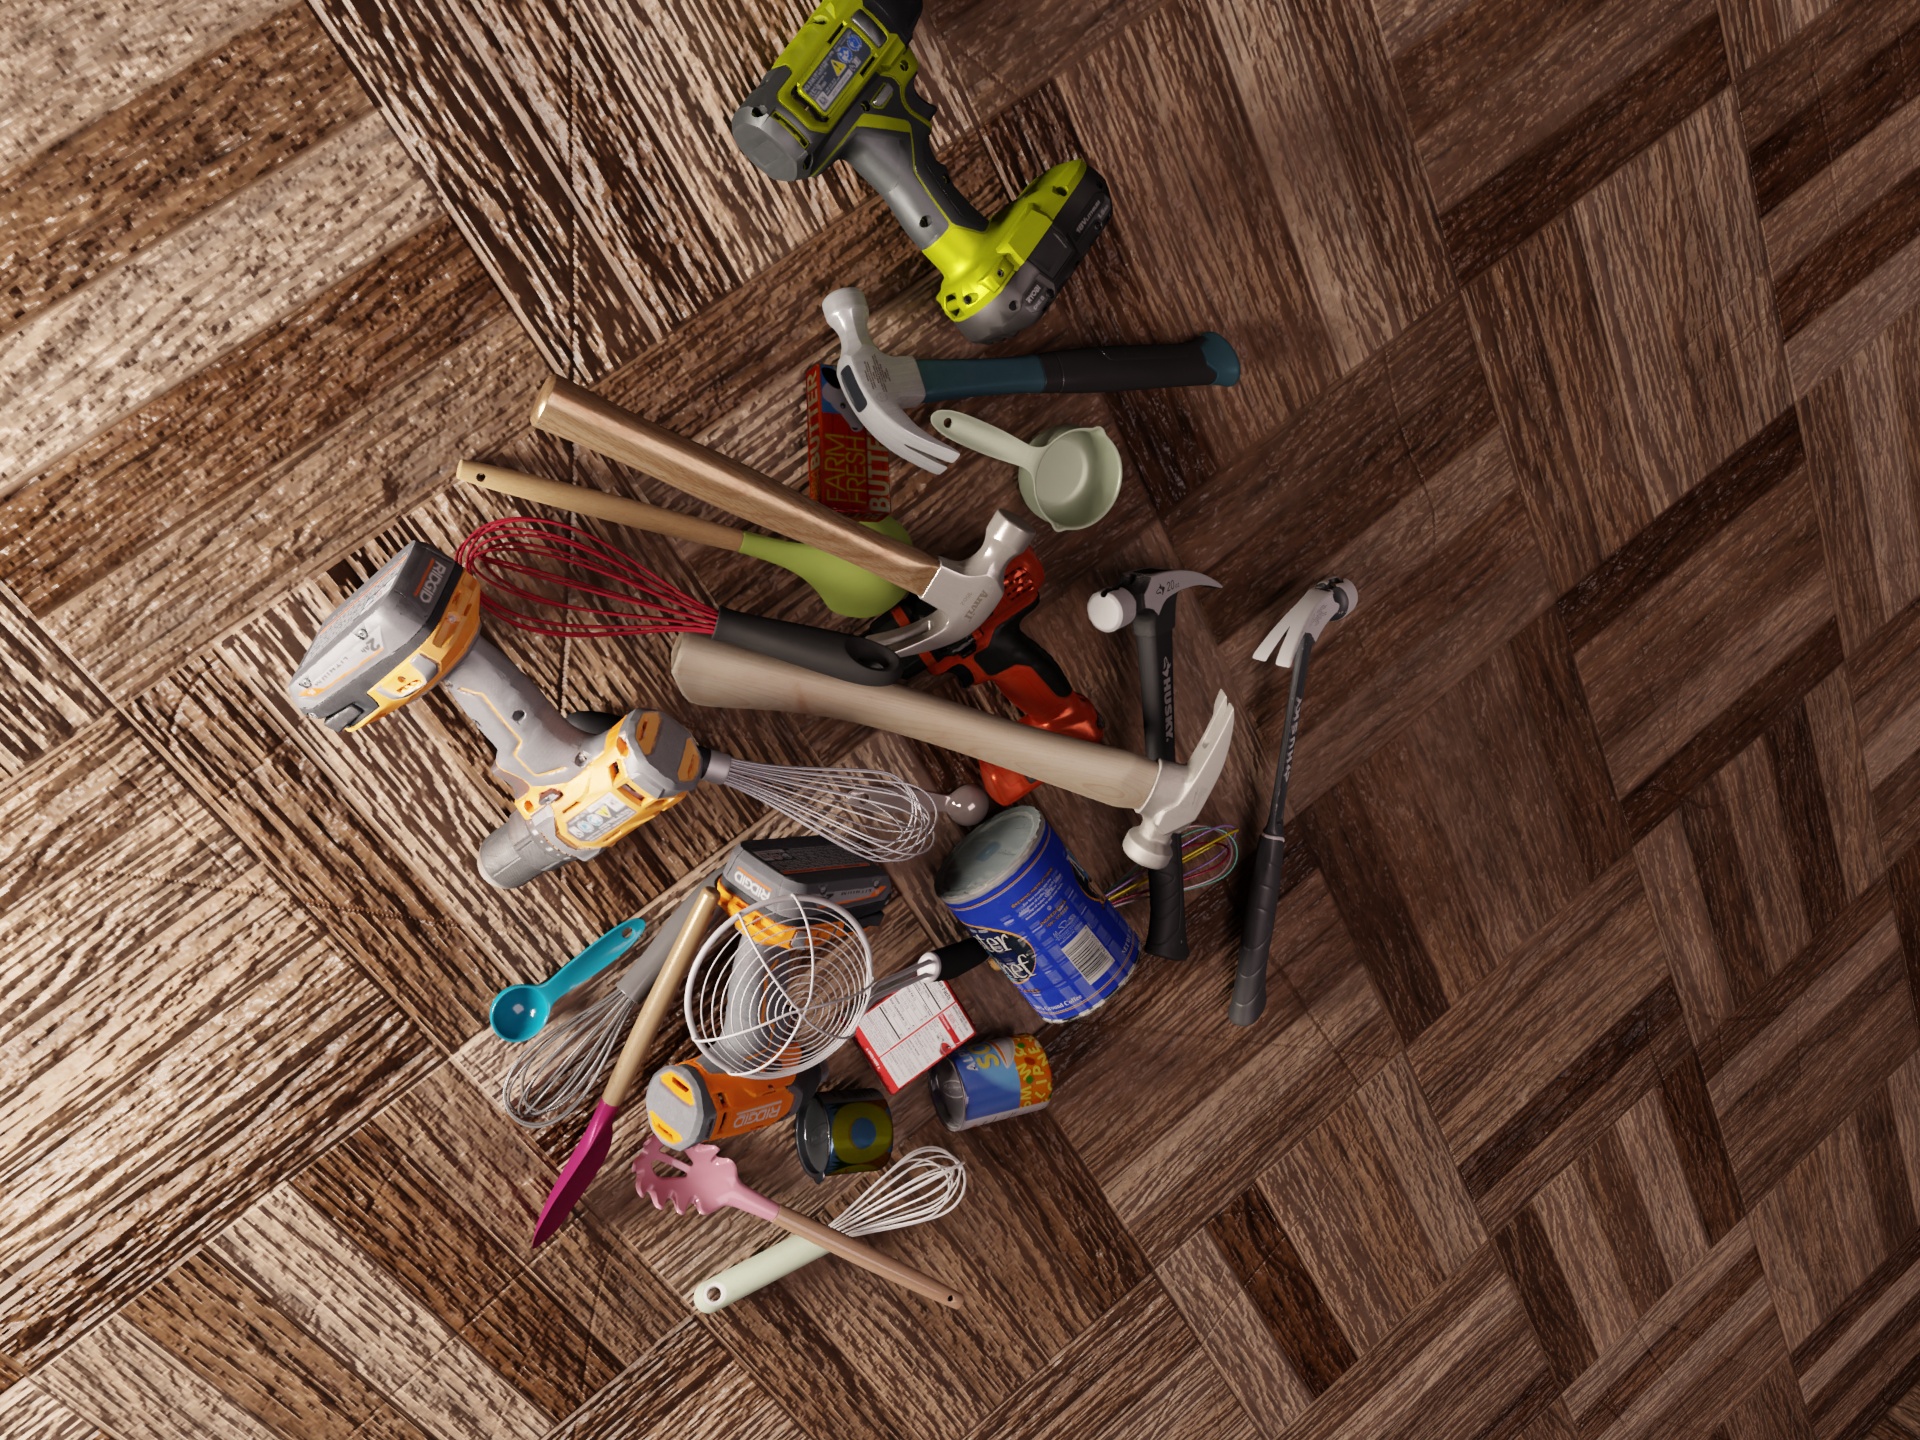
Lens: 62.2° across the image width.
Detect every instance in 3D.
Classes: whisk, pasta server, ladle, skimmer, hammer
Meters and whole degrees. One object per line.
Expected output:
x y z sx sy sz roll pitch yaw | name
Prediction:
-0.105 0.422 1.312 0.246 0.059 0.058 -24 74 -15 | whisk
-0.123 0.403 1.260 0.316 0.040 0.060 33 80 -20 | pasta server
0.132 0.149 1.339 0.245 0.047 0.051 -26 107 -13 | whisk
-0.175 -0.132 1.070 0.320 0.062 0.078 12 113 -24 | ladle
-0.178 -0.068 1.033 0.295 0.073 0.073 14 102 -13 | whisk
-0.069 0.174 1.141 0.363 0.090 0.127 2 109 -71 | skimmer
0.271 0.086 1.368 0.149 0.036 0.408 -30 131 -52 | hammer
-0.242 0.195 1.151 0.239 0.055 0.055 -49 123 -10 | whisk
0.163 0.040 1.269 0.146 0.035 0.334 -26 118 -47 | hammer
-0.118 -0.135 1.032 0.331 0.031 0.130 22 113 -25 | hammer
-0.144 0.041 1.130 0.284 0.070 0.070 18 99 -22 | whisk
0.065 -0.249 1.134 0.331 0.033 0.128 -11 80 -30 | hammer
-0.002 -0.004 1.137 0.410 0.038 0.146 16 114 -19 | hammer

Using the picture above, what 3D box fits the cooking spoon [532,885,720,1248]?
-0.242 0.253 1.146 0.319 0.017 0.069 -62 168 16 | cooking spoon

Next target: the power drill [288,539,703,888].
-0.303 0.013 1.004 0.185 0.084 0.226 -32 123 29 | power drill

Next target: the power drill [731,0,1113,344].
-0.015 -0.369 1.027 0.223 0.080 0.171 40 76 -24 | power drill

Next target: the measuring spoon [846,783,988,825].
-0.030 0.065 1.230 0.124 0.018 0.034 5 106 -29 | measuring spoon

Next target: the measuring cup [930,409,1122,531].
0.042 -0.195 1.161 0.167 0.038 0.083 18 99 -30 | measuring cup

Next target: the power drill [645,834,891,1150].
-0.132 0.202 1.182 0.164 0.084 0.226 1 113 -53 | power drill

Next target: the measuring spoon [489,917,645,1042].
-0.282 0.180 1.142 0.128 0.021 0.042 -37 118 -22 | measuring spoon
